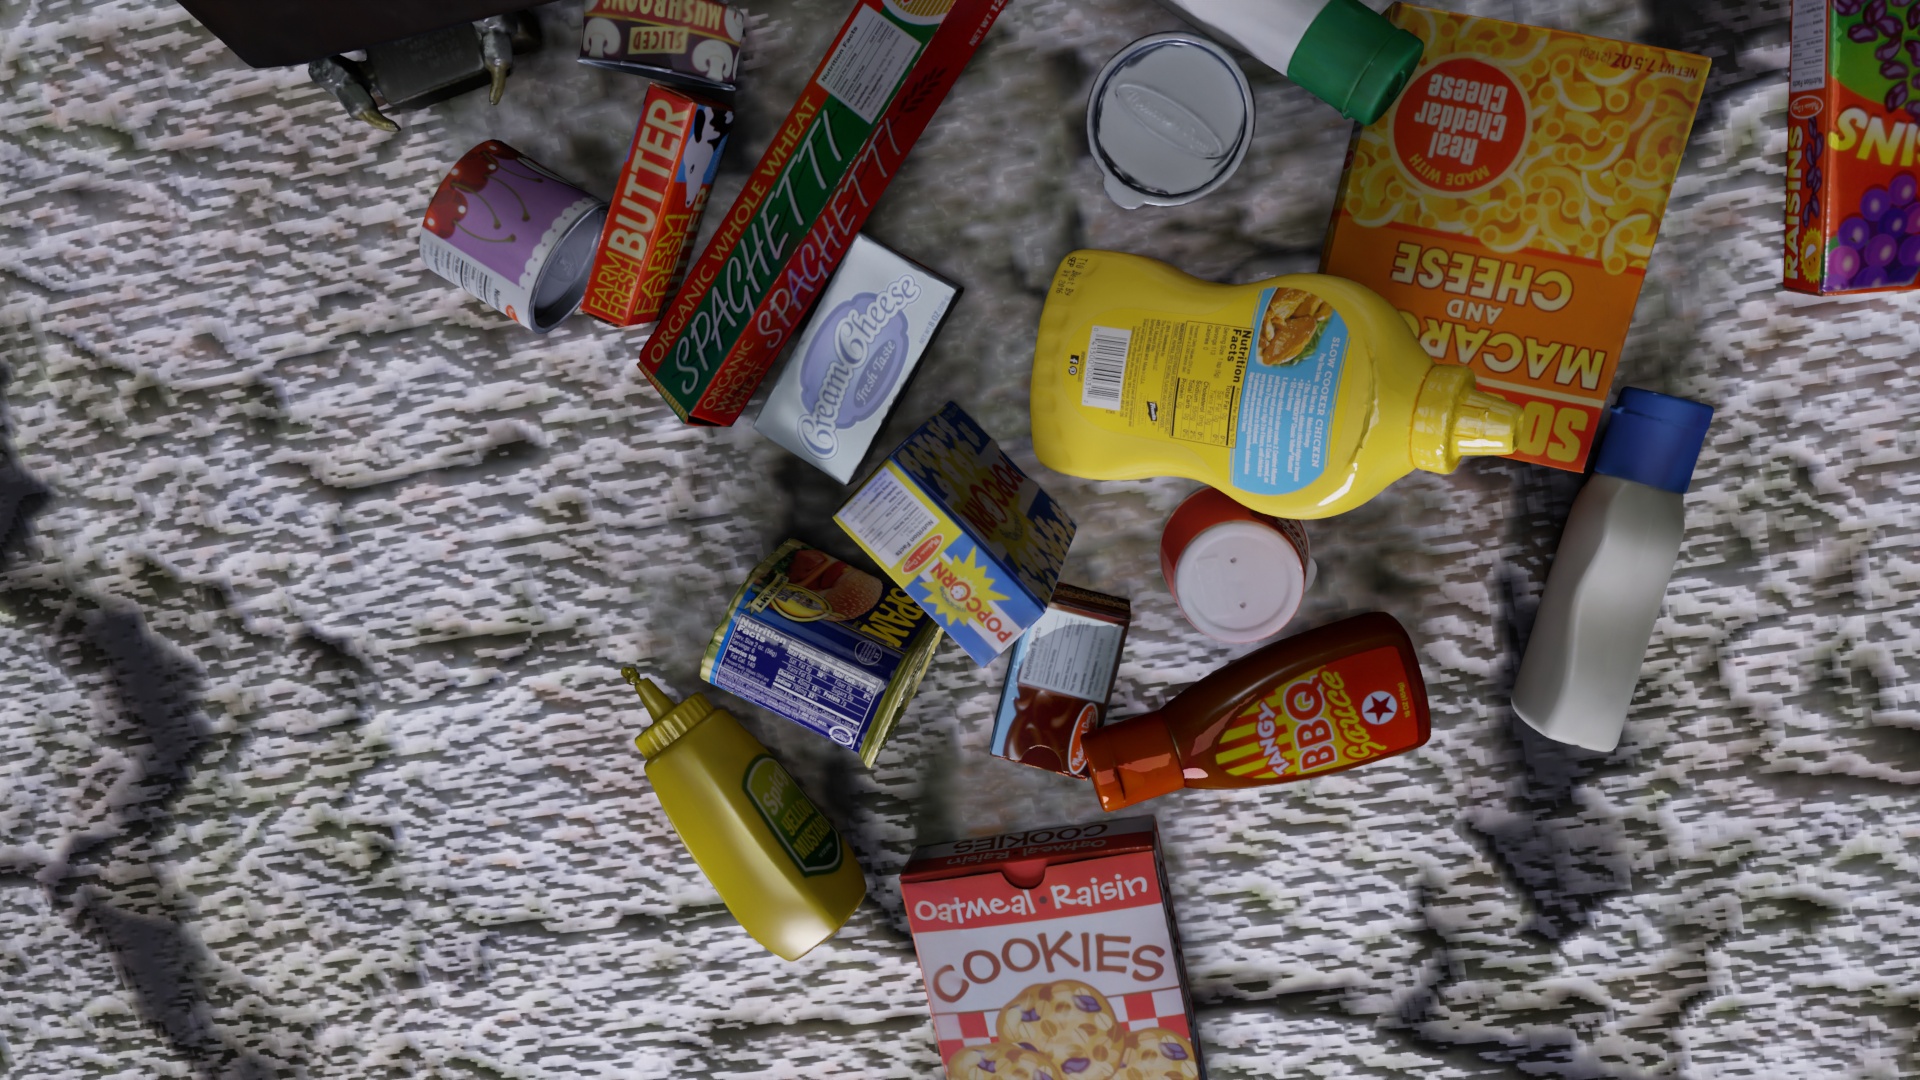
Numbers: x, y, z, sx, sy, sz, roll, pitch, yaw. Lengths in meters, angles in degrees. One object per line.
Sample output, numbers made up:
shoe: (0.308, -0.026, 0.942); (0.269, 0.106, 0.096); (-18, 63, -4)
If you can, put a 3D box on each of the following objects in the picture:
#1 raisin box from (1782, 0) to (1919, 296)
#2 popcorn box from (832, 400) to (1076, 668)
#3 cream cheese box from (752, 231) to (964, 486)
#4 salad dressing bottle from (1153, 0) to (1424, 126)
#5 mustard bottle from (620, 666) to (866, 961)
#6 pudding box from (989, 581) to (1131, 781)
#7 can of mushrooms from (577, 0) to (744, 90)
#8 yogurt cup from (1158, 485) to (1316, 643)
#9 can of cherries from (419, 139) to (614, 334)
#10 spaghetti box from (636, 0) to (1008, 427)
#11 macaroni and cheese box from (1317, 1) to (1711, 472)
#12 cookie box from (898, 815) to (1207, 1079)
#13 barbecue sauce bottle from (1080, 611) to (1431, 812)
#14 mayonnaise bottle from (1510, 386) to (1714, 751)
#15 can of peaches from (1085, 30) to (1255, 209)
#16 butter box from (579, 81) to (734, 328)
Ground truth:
raisin box: (0.376, -0.161, 0.543); (0.086, 0.040, 0.123); (-4, 103, 8)
popcorn box: (0.002, -0.007, 0.585); (0.085, 0.127, 0.038); (44, 108, -4)
cream cheese box: (-0.047, -0.082, 0.627); (0.053, 0.024, 0.103); (31, 105, 1)
salad dressing bottle: (0.109, -0.217, 0.543); (0.148, 0.064, 0.044); (39, 107, 13)
mustard bottle: (-0.111, 0.123, 0.664); (0.048, 0.065, 0.160); (-37, 92, 19)
pudding box: (0.046, 0.064, 0.645); (0.050, 0.030, 0.083); (13, 105, 3)
can of mushrooms: (-0.126, -0.212, 0.584); (0.071, 0.071, 0.033); (12, 103, 5)
yogurt cup: (0.121, 0.012, 0.610); (0.072, 0.054, 0.072); (2, 103, 8)
can of cherries: (-0.194, -0.136, 0.615); (0.058, 0.072, 0.071); (31, 105, 1)
spaghetti box: (-0.058, -0.160, 0.597); (0.050, 0.029, 0.249); (45, 108, 31)
macaroni and cheese box: (0.216, -0.123, 0.573); (0.124, 0.040, 0.166); (13, 104, 6)
cookie box: (0.049, 0.225, 0.676); (0.123, 0.040, 0.167); (-10, 101, 10)
barbecue sauce bottle: (0.129, 0.082, 0.617); (0.148, 0.044, 0.064); (-17, 108, 0)
mayonnaise bottle: (0.275, 0.011, 0.586); (0.041, 0.065, 0.147); (15, 101, 5)
can of peaches: (0.084, -0.170, 0.571); (0.071, 0.058, 0.071); (2, 104, 7)
butter box: (-0.132, -0.145, 0.609); (0.024, 0.053, 0.103); (23, 105, 4)
